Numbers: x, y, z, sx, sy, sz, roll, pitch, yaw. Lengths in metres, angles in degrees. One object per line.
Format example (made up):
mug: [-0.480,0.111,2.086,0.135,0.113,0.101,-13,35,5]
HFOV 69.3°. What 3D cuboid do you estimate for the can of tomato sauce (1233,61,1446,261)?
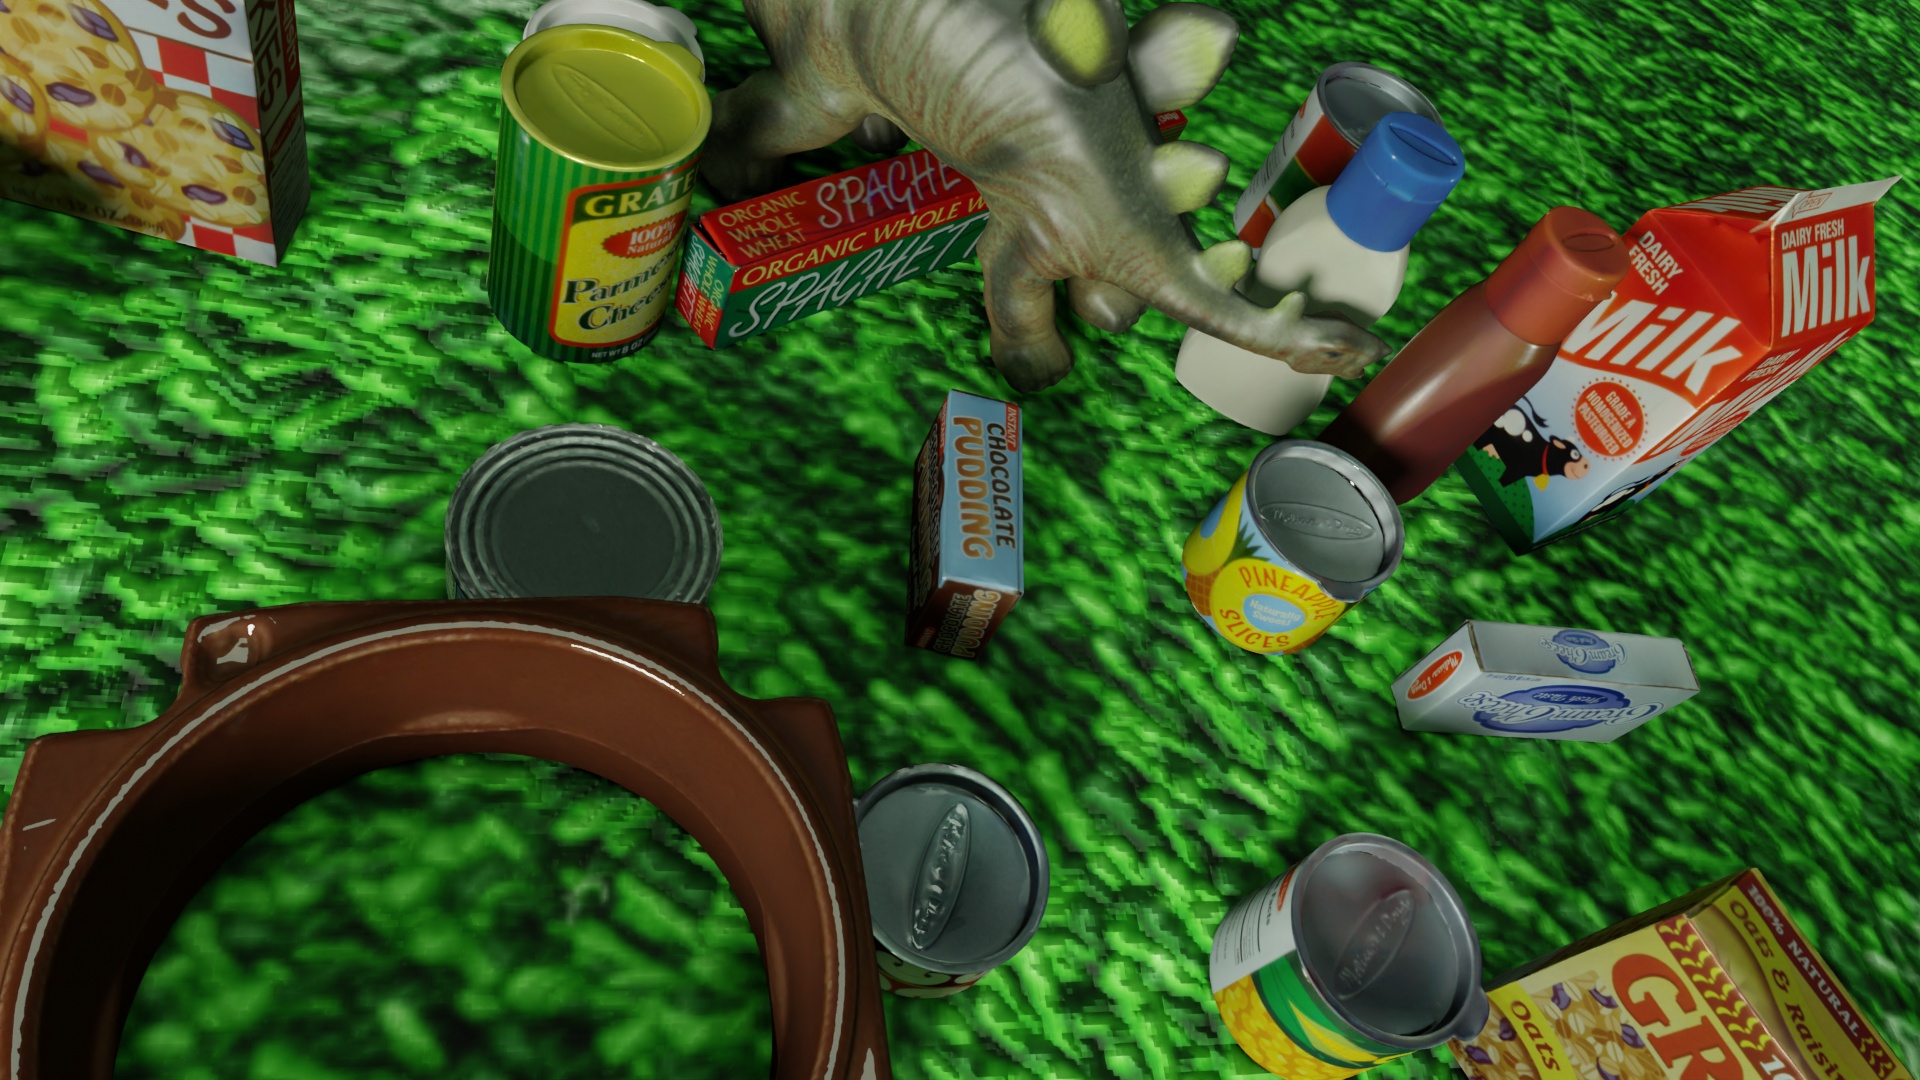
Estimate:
can of tomato sauce: [0.178,-0.168,0.652,0.071,0.082,0.071,10,56,-15]

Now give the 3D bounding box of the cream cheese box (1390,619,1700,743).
cream cheese box: [0.228,0.056,0.544,0.104,0.053,0.024,6,57,-18]

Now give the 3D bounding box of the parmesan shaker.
parmesan shaker: [-0.127,-0.119,0.489,0.071,0.102,0.071,10,56,-15]

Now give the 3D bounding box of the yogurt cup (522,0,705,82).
yogurt cup: [-0.139,-0.174,0.550,0.072,0.053,0.073,10,56,-15]

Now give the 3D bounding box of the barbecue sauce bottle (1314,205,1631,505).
barbecue sauce bottle: [0.203,-0.069,0.556,0.065,0.147,0.044,-11,64,-27]

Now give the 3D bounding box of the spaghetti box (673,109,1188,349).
spaghetti box: [-0.005,-0.141,0.584,0.251,0.050,0.029,-27,71,-33]

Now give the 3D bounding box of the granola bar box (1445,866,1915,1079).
granola bar box: [0.236,0.195,0.412,0.039,0.123,0.166,-19,67,-30]

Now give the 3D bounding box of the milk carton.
milk carton: [0.288,-0.078,0.569,0.072,0.189,0.073,-16,66,-29]

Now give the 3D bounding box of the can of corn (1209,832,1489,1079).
can of corn: [0.124,0.138,0.447,0.071,0.058,0.071,10,56,-15]

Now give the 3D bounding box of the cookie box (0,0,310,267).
cookie box: [-0.273,-0.168,0.424,0.123,0.166,0.040,14,55,-13]

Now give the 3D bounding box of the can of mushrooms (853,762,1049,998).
can of mushrooms: [-0.011,0.105,0.432,0.071,0.033,0.071,10,56,-15]

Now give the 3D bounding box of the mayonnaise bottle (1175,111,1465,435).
mayonnaise bottle: [0.144,-0.104,0.556,0.065,0.147,0.041,29,53,-2]

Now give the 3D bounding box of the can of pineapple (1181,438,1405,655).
can of pineapple: [0.126,0.005,0.535,0.071,0.057,0.071,10,56,-15]

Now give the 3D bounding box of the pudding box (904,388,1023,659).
pudding box: [0.002,-0.006,0.499,0.030,0.049,0.084,11,55,-14]
